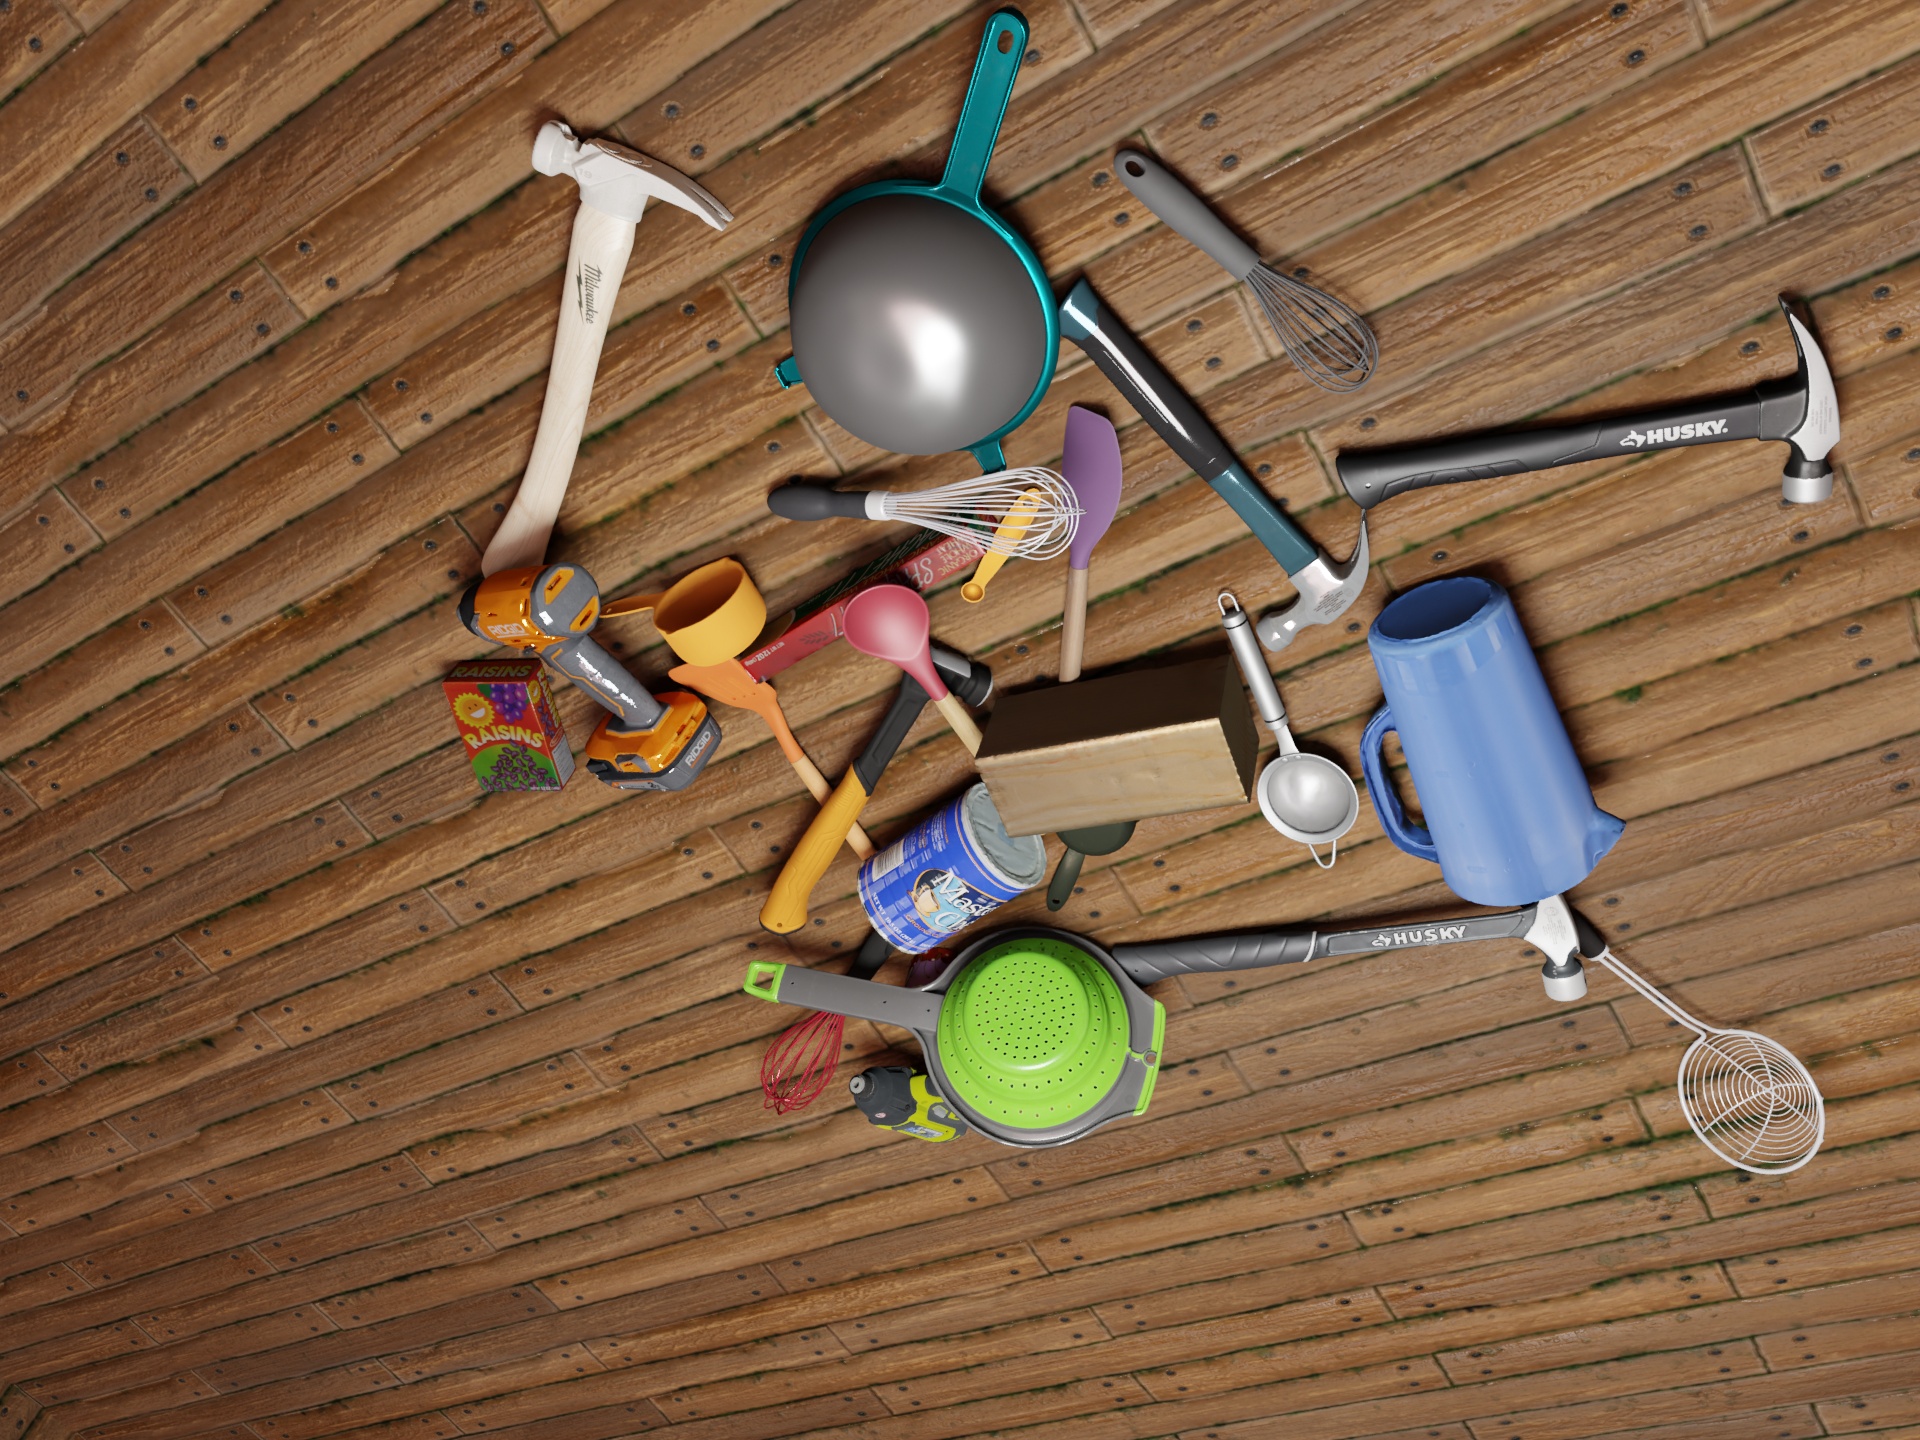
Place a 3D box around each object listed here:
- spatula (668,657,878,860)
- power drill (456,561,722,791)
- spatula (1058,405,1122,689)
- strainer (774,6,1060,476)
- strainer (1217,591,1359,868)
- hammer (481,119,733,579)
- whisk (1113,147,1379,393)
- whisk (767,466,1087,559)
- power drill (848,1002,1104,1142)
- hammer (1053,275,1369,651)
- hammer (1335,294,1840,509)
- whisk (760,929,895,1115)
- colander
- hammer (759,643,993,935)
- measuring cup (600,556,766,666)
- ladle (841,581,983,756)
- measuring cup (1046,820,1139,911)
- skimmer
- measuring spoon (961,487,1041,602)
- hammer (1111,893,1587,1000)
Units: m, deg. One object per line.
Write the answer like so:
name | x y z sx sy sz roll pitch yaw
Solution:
spatula | -0.139 0.057 1.437 0.081 0.041 0.322 -12 123 38
power drill | -0.325 -0.040 1.357 0.164 0.084 0.226 0 138 42
spatula | 0.096 -0.103 1.283 0.060 0.018 0.315 32 136 33
strainer | -0.024 -0.312 1.096 0.211 0.095 0.340 25 133 3
strainer | 0.265 0.005 1.312 0.087 0.050 0.258 -12 115 33
hammer | -0.304 -0.254 1.264 0.146 0.038 0.410 23 126 -5
whisk | 0.198 -0.313 1.107 0.239 0.055 0.055 38 123 -9
whisk | -0.035 -0.164 1.220 0.285 0.070 0.070 7 127 30
power drill | 0.015 0.350 1.550 0.223 0.080 0.171 -23 147 24
hammer | 0.185 -0.197 1.195 0.128 0.033 0.330 -35 110 31
hammer | 0.439 -0.203 1.134 0.335 0.035 0.146 -7 123 17
whisk | -0.127 0.293 1.589 0.073 0.073 0.295 28 120 -7
colander | -0.017 0.259 1.440 0.397 0.205 0.094 9 156 13
hammer | -0.104 0.065 1.402 0.127 0.034 0.336 21 121 -19
measuring cup | -0.238 -0.084 1.350 0.174 0.095 0.052 -3 134 38
ladle | -0.002 -0.004 1.327 0.069 0.031 0.315 -29 126 11
measuring cup | 0.105 0.120 1.426 0.083 0.038 0.167 19 124 -1
skimmer | 0.592 0.256 1.376 0.363 0.090 0.127 37 140 -10
measuring spoon | 0.033 -0.142 1.283 0.021 0.011 0.117 27 122 -10
hammer | 0.328 0.194 1.410 0.409 0.036 0.149 -10 108 25
